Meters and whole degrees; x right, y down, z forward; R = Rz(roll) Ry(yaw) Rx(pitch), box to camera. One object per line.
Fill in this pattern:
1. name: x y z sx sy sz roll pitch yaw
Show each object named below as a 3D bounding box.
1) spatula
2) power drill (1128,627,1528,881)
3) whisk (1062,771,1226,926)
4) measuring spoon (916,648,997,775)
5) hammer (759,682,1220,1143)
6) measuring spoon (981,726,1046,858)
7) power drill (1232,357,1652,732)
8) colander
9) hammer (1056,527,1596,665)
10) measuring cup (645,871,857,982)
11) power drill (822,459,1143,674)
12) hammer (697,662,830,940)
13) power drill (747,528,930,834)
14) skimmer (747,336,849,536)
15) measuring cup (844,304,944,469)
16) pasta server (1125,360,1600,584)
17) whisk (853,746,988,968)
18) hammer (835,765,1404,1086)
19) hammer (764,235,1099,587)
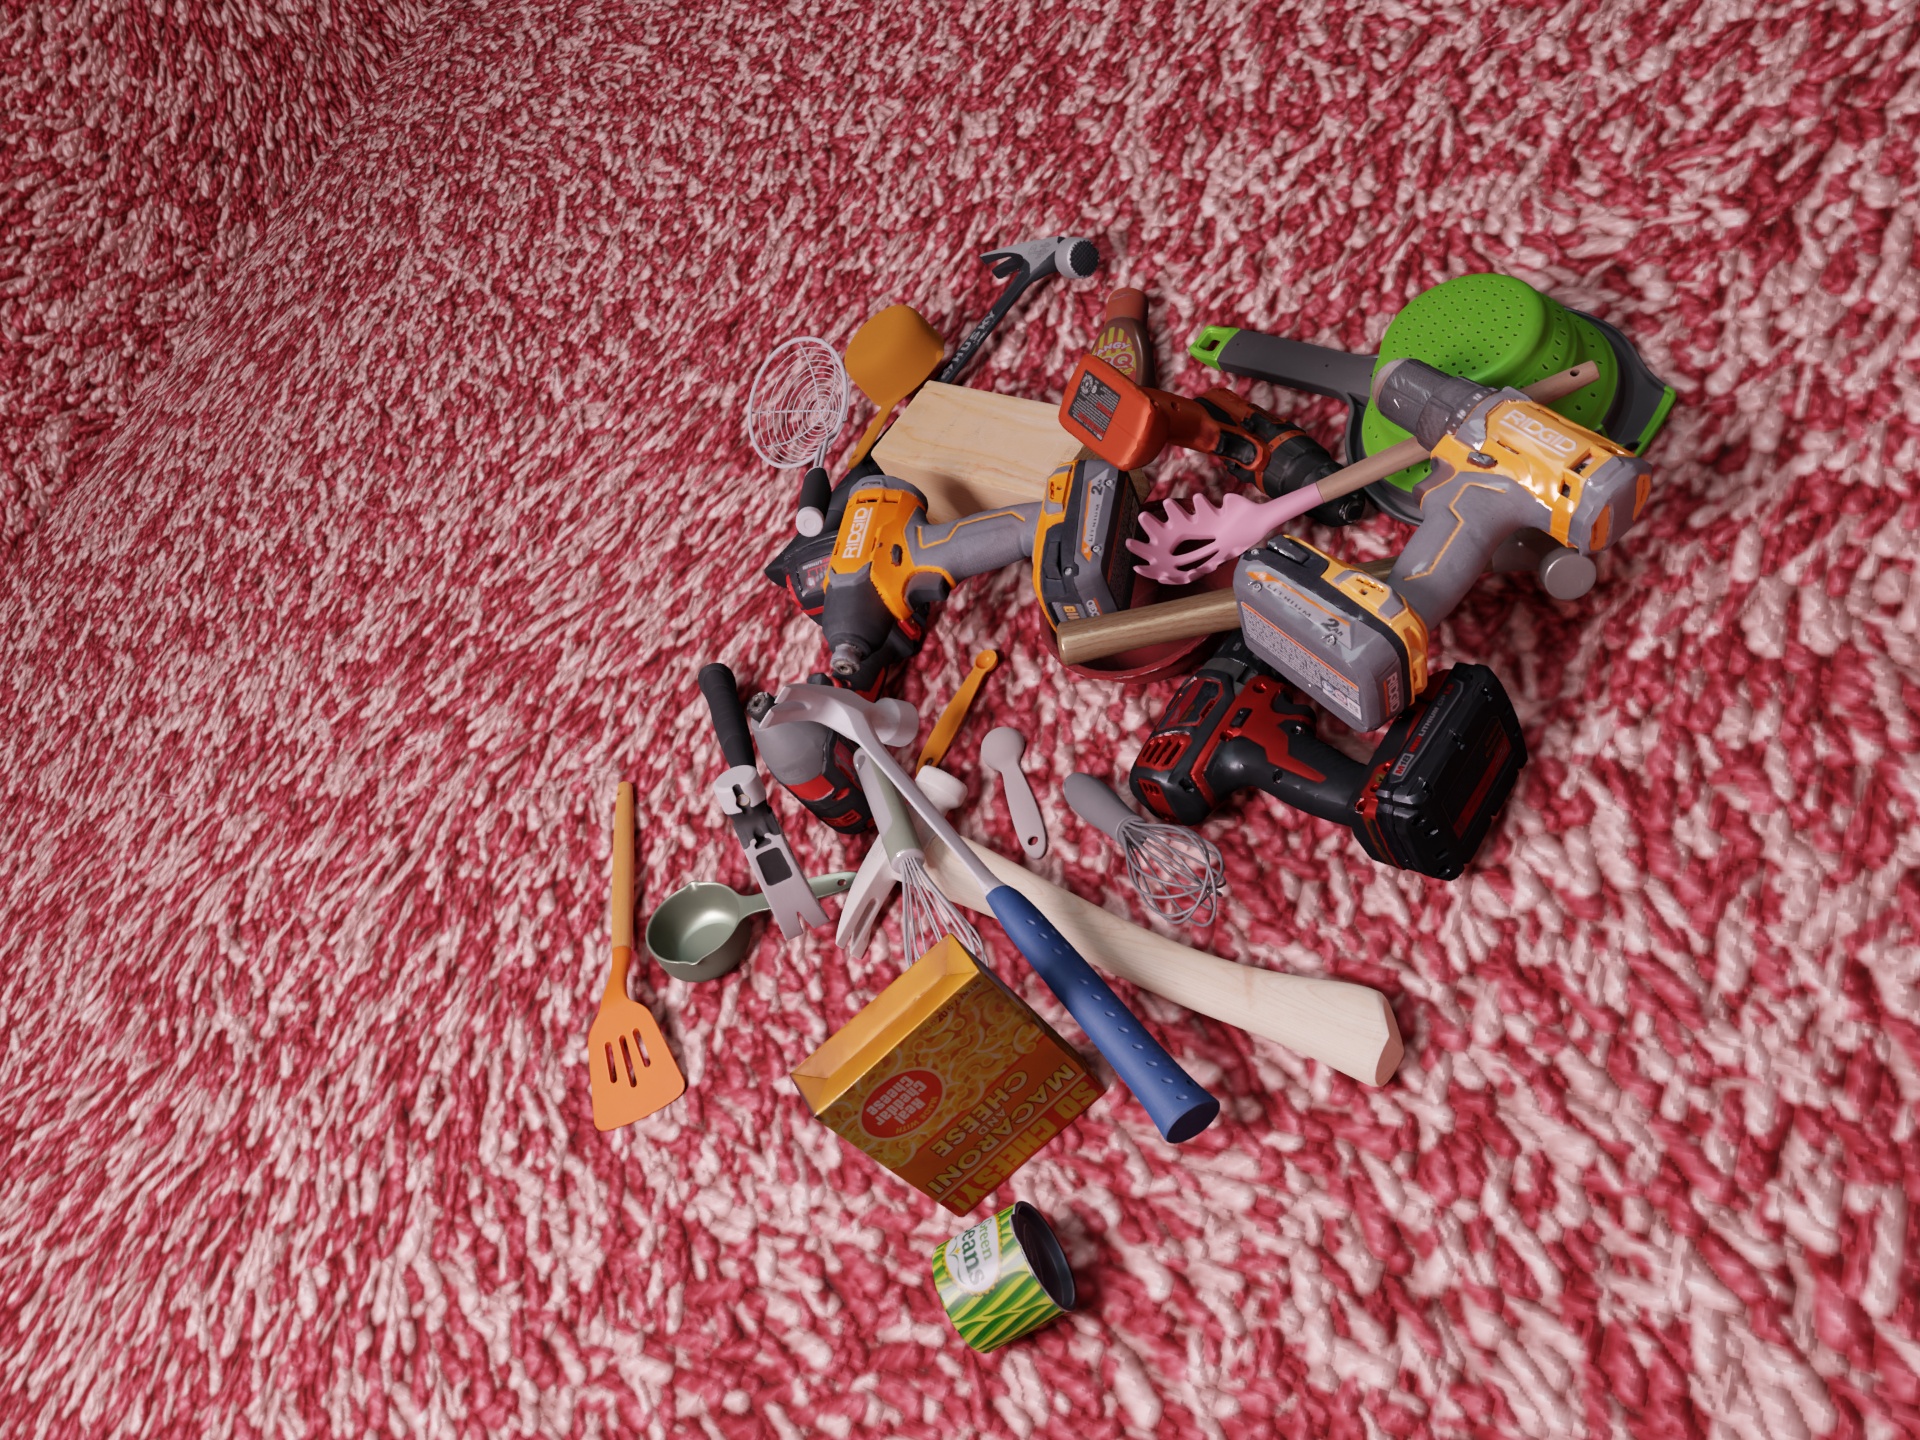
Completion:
1. spatula: -0.264 0.170 1.264 0.081 0.041 0.323 -27 41 14
2. power drill: 0.235 -0.001 1.008 0.227 0.080 0.188 13 58 45
3. whisk: 0.110 0.074 1.014 0.055 0.055 0.239 -43 20 -1
4. measuring spoon: -0.002 -0.004 1.226 0.021 0.011 0.117 17 71 41
5. hammer: 0.015 0.103 1.003 0.406 0.144 0.035 47 112 36
6. measuring spoon: 0.039 0.049 1.146 0.034 0.018 0.124 -29 46 12
7. power drill: 0.266 -0.120 0.954 0.226 0.084 0.186 -39 54 -10
8. colander: 0.304 -0.265 1.152 0.397 0.094 0.204 29 76 45
9. hammer: 0.226 -0.085 1.036 0.331 0.031 0.130 -12 26 9
10. measuring cup: -0.152 0.150 1.197 0.167 0.038 0.083 -16 42 2
11. power drill: 0.007 -0.106 1.142 0.226 0.084 0.164 -2 56 23
12. hammer: -0.166 0.038 1.229 0.035 0.146 0.335 -23 28 -5
13. power drill: -0.098 -0.036 1.222 0.078 0.143 0.220 -15 47 29
14. skimmer: -0.149 -0.245 1.397 0.127 0.090 0.364 -52 17 19
15. measuring cup: -0.079 -0.303 1.430 0.095 0.052 0.174 -9 46 45
16. pasta server: 0.261 -0.165 1.047 0.316 0.040 0.060 -23 63 19
17. whisk: -0.034 0.102 1.080 0.057 0.059 0.247 -59 36 31
18. hammer: 0.088 0.148 1.018 0.411 0.038 0.146 19 75 42
19. hammer: -0.041 -0.284 1.446 0.409 0.036 0.149 -52 33 -7
